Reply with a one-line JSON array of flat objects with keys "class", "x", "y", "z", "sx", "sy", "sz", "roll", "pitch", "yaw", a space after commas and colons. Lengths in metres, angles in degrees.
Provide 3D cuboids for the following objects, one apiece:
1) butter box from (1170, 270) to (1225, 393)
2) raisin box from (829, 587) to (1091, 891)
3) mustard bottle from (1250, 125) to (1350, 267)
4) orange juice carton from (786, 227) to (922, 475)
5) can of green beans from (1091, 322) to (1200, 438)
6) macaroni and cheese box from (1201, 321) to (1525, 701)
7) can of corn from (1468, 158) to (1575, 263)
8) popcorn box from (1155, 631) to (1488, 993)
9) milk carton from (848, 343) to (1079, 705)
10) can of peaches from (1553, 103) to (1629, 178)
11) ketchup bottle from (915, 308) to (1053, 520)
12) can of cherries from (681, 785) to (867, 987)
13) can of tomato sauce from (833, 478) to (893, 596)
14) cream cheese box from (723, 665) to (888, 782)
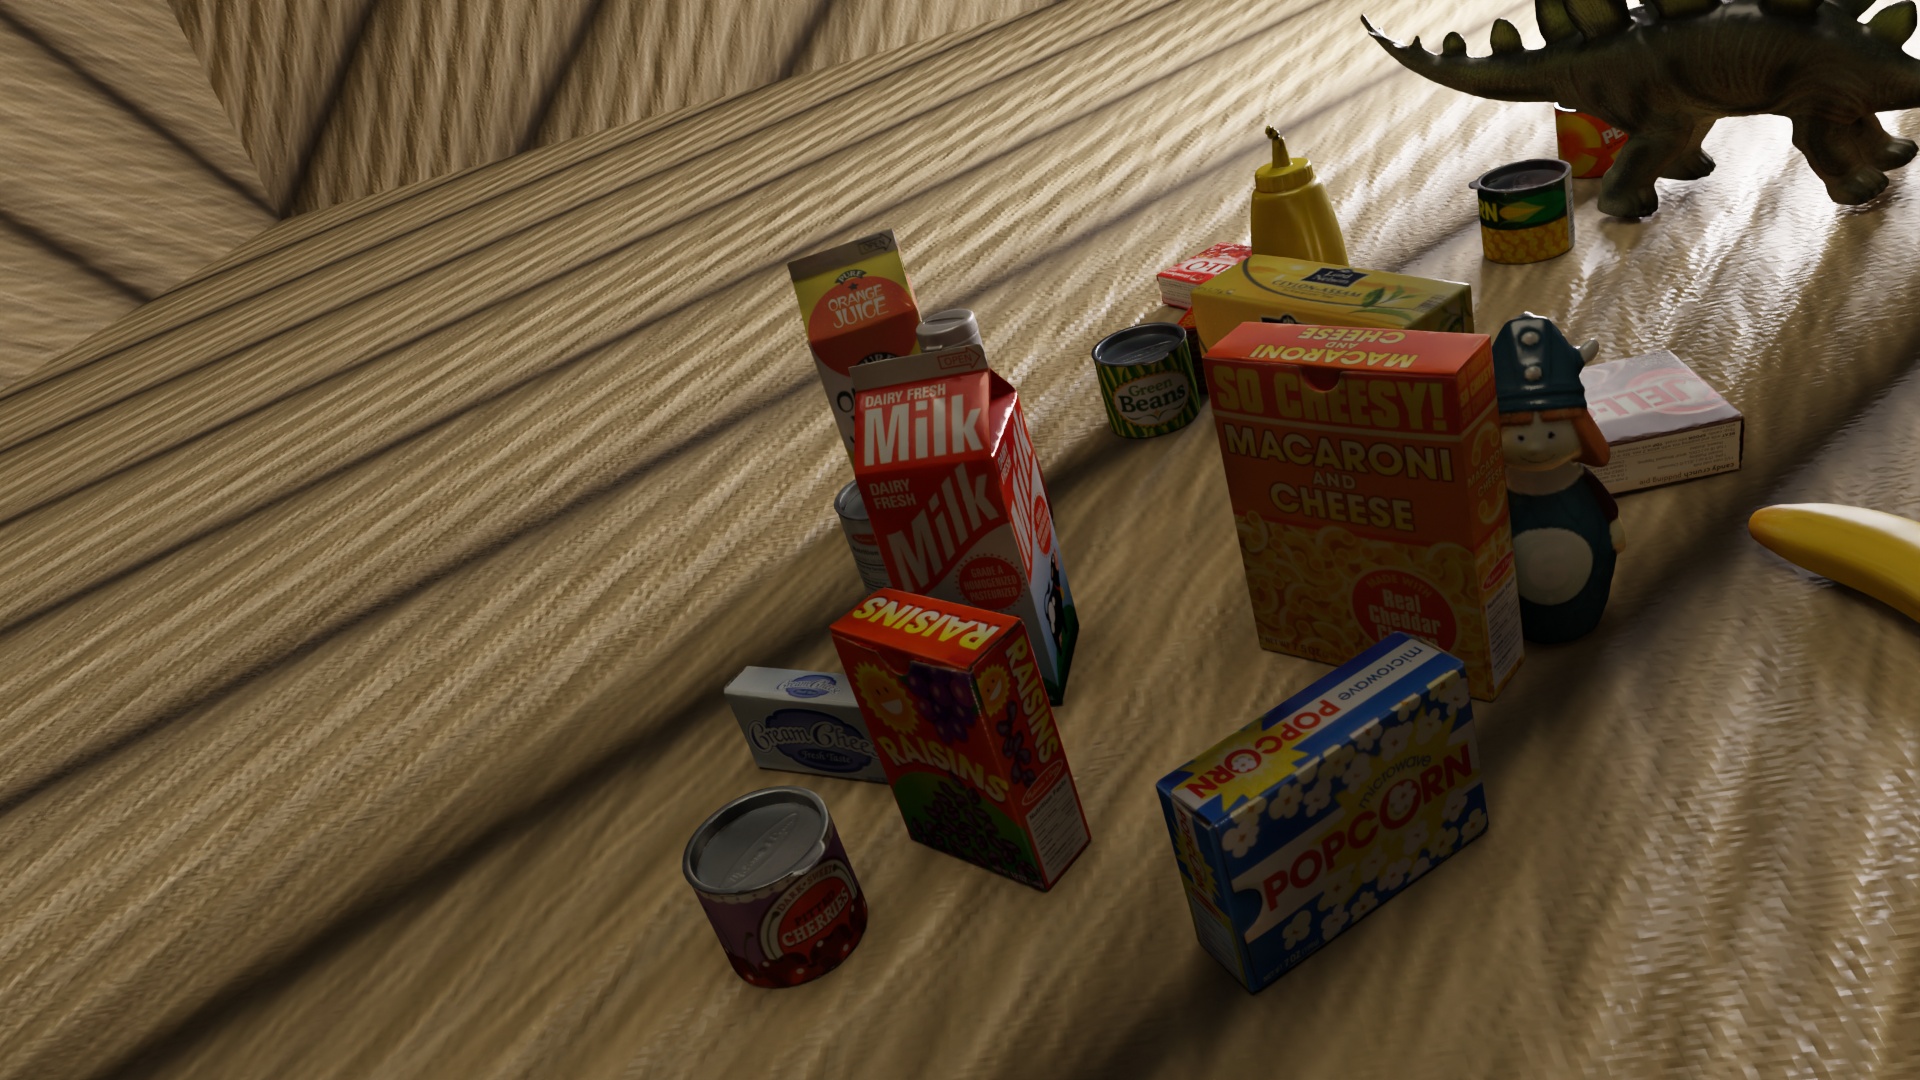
[{"class": "butter box", "x": 0.187, "y": -0.153, "z": 1.009, "sx": 0.024, "sy": 0.053, "sz": 0.104, "roll": 3, "pitch": 34, "yaw": 34}, {"class": "raisin box", "x": 0.000, "y": 0.086, "z": 0.609, "sx": 0.086, "sy": 0.123, "sz": 0.040, "roll": 11, "pitch": 39, "yaw": 43}, {"class": "mustard bottle", "x": 0.238, "y": -0.218, "z": 0.983, "sx": 0.065, "sy": 0.159, "sz": 0.049, "roll": 9, "pitch": 38, "yaw": 41}, {"class": "orange juice carton", "x": -0.050, "y": -0.103, "z": 0.906, "sx": 0.072, "sy": 0.191, "sz": 0.073, "roll": -17, "pitch": 27, "yaw": 1}, {"class": "can of green beans", "x": 0.129, "y": -0.111, "z": 0.962, "sx": 0.071, "sy": 0.057, "sz": 0.071, "roll": -14, "pitch": 28, "yaw": 8}, {"class": "macaroni and cheese box", "x": 0.186, "y": -0.014, "z": 0.639, "sx": 0.124, "sy": 0.165, "sz": 0.040, "roll": 11, "pitch": 39, "yaw": 43}, {"class": "can of corn", "x": 0.420, "y": -0.245, "z": 1.038, "sx": 0.071, "sy": 0.058, "sz": 0.071, "roll": -14, "pitch": 28, "yaw": 8}, {"class": "popcorn box", "x": 0.143, "y": 0.103, "z": 0.538, "sx": 0.127, "sy": 0.085, "sz": 0.038, "roll": -28, "pitch": 29, "yaw": -19}, {"class": "milk carton", "x": 0.003, "y": -0.009, "z": 0.708, "sx": 0.072, "sy": 0.189, "sz": 0.074, "roll": -8, "pitch": 29, "yaw": 18}, {"class": "can of peaches", "x": 0.527, "y": -0.336, "z": 1.142, "sx": 0.071, "sy": 0.057, "sz": 0.071, "roll": -14, "pitch": 28, "yaw": 8}, {"class": "ketchup bottle", "x": 0.010, "y": -0.067, "z": 0.854, "sx": 0.064, "sy": 0.148, "sz": 0.044, "roll": 0, "pitch": 33, "yaw": 31}, {"class": "can of cherries", "x": -0.078, "y": 0.152, "z": 0.605, "sx": 0.071, "sy": 0.058, "sz": 0.072, "roll": -14, "pitch": 28, "yaw": 8}, {"class": "can of tomato sauce", "x": -0.029, "y": 0.003, "z": 0.819, "sx": 0.071, "sy": 0.082, "sz": 0.071, "roll": -14, "pitch": 28, "yaw": 8}, {"class": "cream cheese box", "x": -0.068, "y": 0.094, "z": 0.709, "sx": 0.104, "sy": 0.053, "sz": 0.024, "roll": 1, "pitch": 33, "yaw": 31}]
